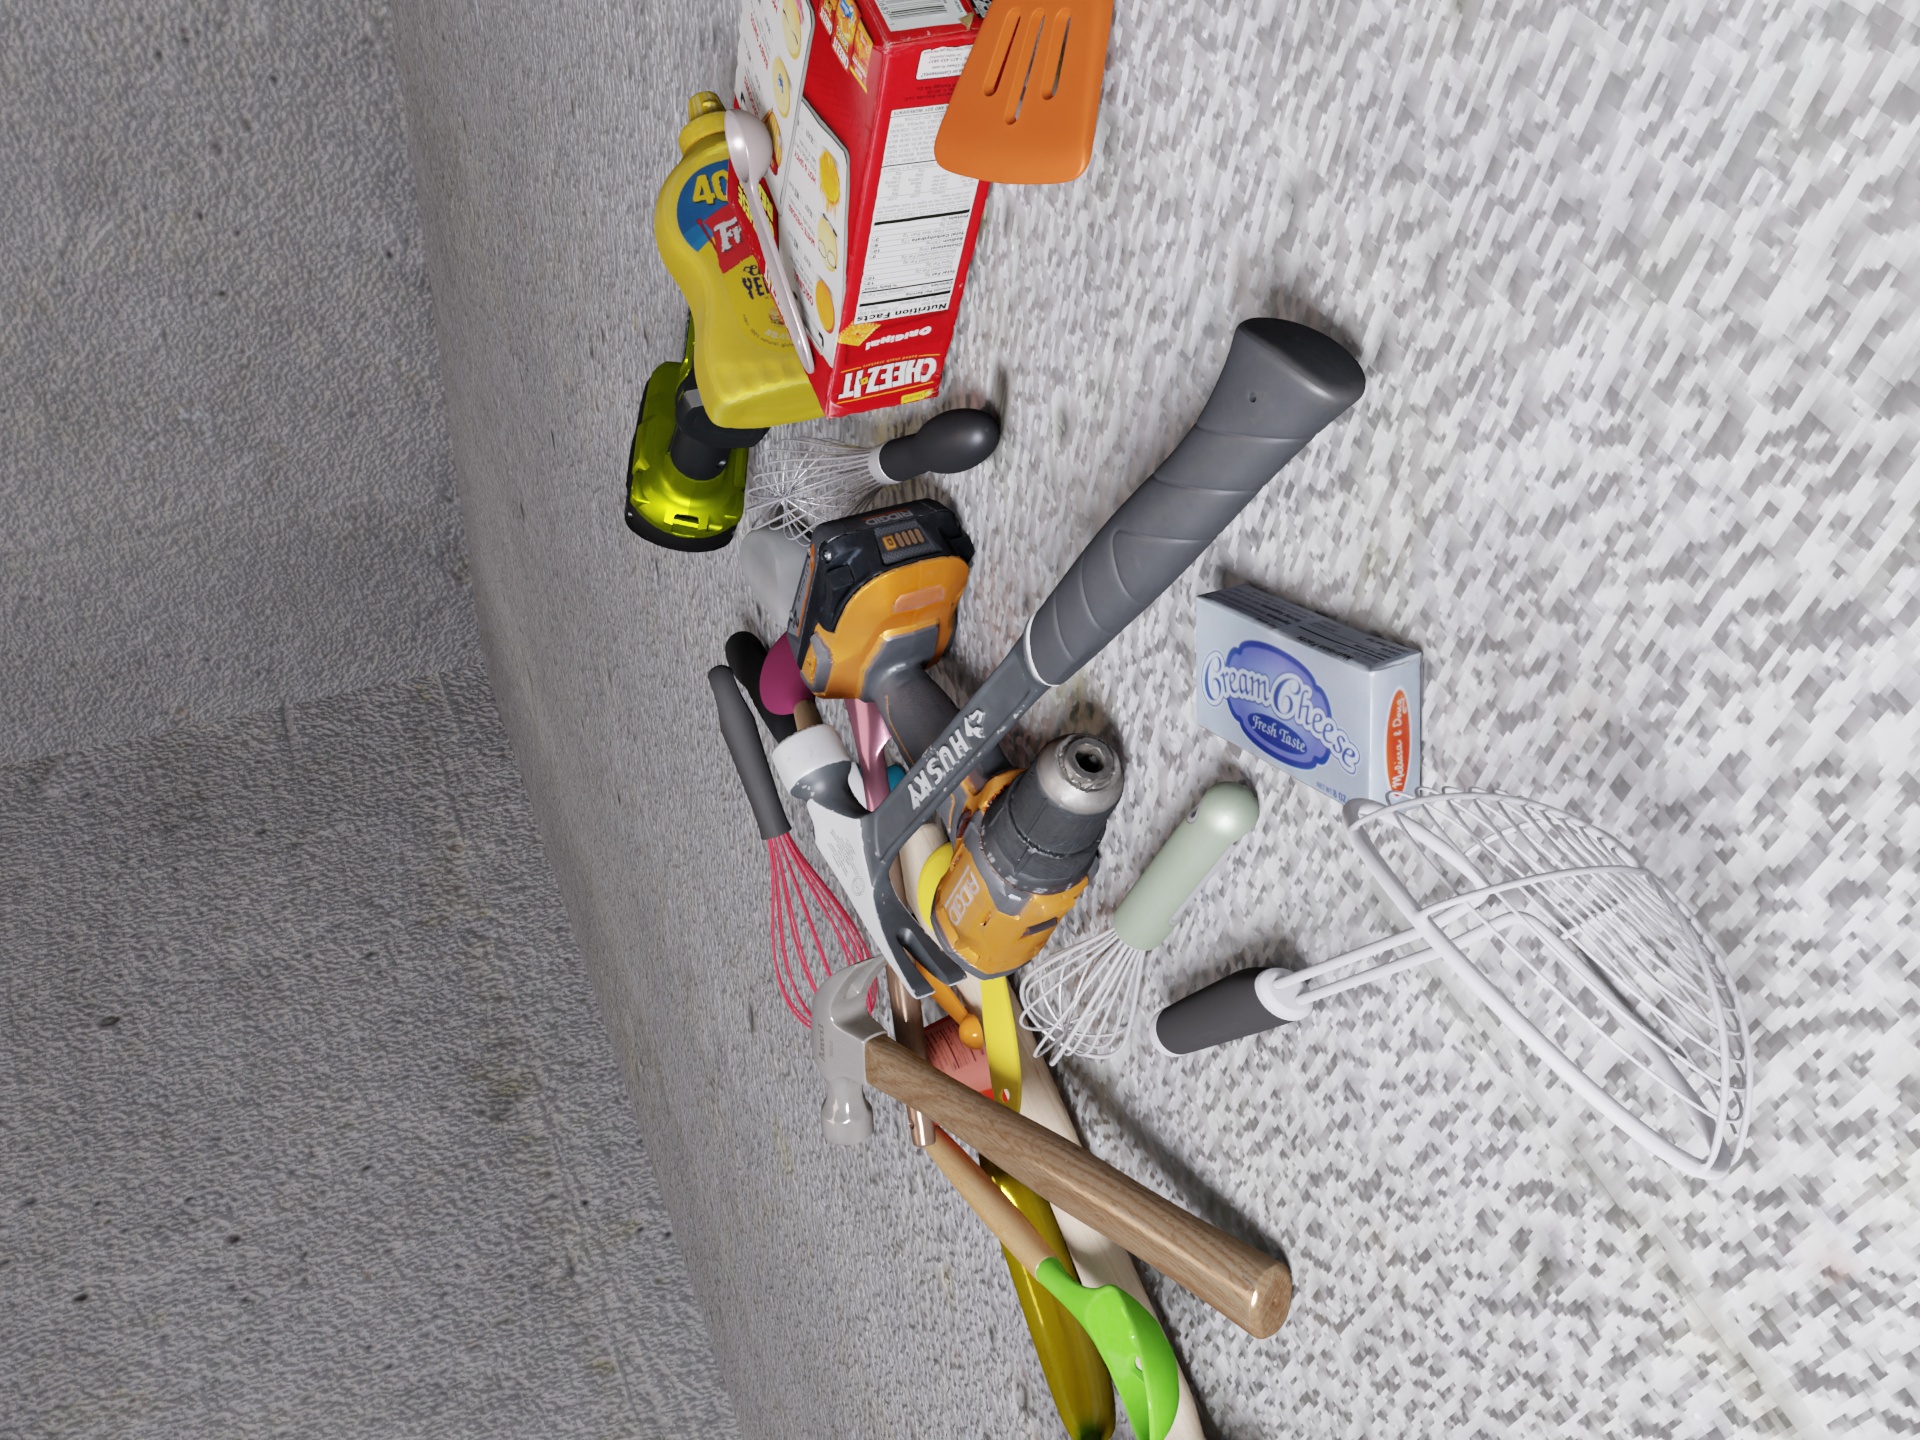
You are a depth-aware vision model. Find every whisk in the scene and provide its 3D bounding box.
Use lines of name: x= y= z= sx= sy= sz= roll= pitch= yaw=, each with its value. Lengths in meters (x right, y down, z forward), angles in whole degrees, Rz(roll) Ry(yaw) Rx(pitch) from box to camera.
whisk: x=0.077 y=0.095 z=0.705 sx=0.059 sy=0.058 sz=0.246 roll=35 pitch=145 yaw=7
whisk: x=-0.049 y=-0.137 z=0.864 sx=0.285 sy=0.070 sz=0.070 roll=1 pitch=104 yaw=63
whisk: x=-0.127 y=0.100 z=1.150 sx=0.073 sy=0.073 sz=0.295 roll=4 pitch=115 yaw=68

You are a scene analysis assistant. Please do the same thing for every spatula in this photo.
spatula: x=0.026 y=-0.354 z=0.541 sx=0.081 sy=0.041 sz=0.322 roll=24 pitch=126 yaw=41

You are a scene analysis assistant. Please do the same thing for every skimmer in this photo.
skimmer: x=0.118 y=0.103 z=0.531 sx=0.127 sy=0.090 sz=0.363 roll=41 pitch=157 yaw=1

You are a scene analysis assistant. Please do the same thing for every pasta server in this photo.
pasta server: x=-0.035 y=0.085 z=0.919 sx=0.060 sy=0.040 sz=0.316 roll=-16 pitch=81 yaw=63

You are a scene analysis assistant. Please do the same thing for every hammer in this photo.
hammer: x=0.027 y=0.209 z=0.794 sx=0.331 sy=0.031 sz=0.130 roll=18 pitch=117 yaw=47
hammer: x=-0.109 y=0.022 z=1.104 sx=0.335 sy=0.035 sz=0.146 roll=53 pitch=166 yaw=53
hammer: x=0.054 y=0.228 z=0.851 sx=0.146 sy=0.038 sz=0.411 roll=110 pitch=141 yaw=-53
hammer: x=0.028 y=-0.015 z=0.640 sx=0.149 sy=0.036 sz=0.408 roll=62 pitch=145 yaw=16

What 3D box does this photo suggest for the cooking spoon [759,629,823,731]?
cooking spoon: x=-0.092 y=0.004 z=0.977 sx=0.017 sy=0.069 sz=0.319 roll=39 pitch=-170 yaw=-25

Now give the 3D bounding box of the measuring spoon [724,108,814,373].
measuring spoon: x=-0.084 y=-0.226 z=0.750 sx=0.034 sy=0.018 sz=0.124 roll=-155 pitch=46 yaw=-68

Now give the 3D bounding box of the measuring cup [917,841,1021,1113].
measuring cup: x=0.008 y=0.138 z=0.856 sx=0.062 sy=0.029 sz=0.157 roll=-30 pitch=59 yaw=39

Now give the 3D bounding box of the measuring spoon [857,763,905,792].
measuring spoon: x=-0.062 y=0.047 z=1.047 sx=0.129 sy=0.021 sz=0.042 roll=-168 pitch=65 yaw=-67

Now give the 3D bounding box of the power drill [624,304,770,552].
power drill: x=-0.160 y=-0.220 z=1.028 sx=0.223 sy=0.080 sz=0.171 roll=132 pitch=144 yaw=-62

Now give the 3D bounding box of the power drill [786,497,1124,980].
power drill: x=-0.001 y=-0.003 z=0.790 sx=0.226 sy=0.084 sz=0.185 roll=63 pitch=154 yaw=22

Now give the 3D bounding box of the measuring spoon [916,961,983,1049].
measuring spoon: x=-0.016 y=0.156 z=0.918 sx=0.117 sy=0.011 sz=0.021 roll=-142 pitch=45 yaw=-57

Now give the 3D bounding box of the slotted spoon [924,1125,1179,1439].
slotted spoon: x=0.035 y=0.276 z=0.841 sx=0.314 sy=0.031 sz=0.070 roll=-154 pitch=56 yaw=-64
